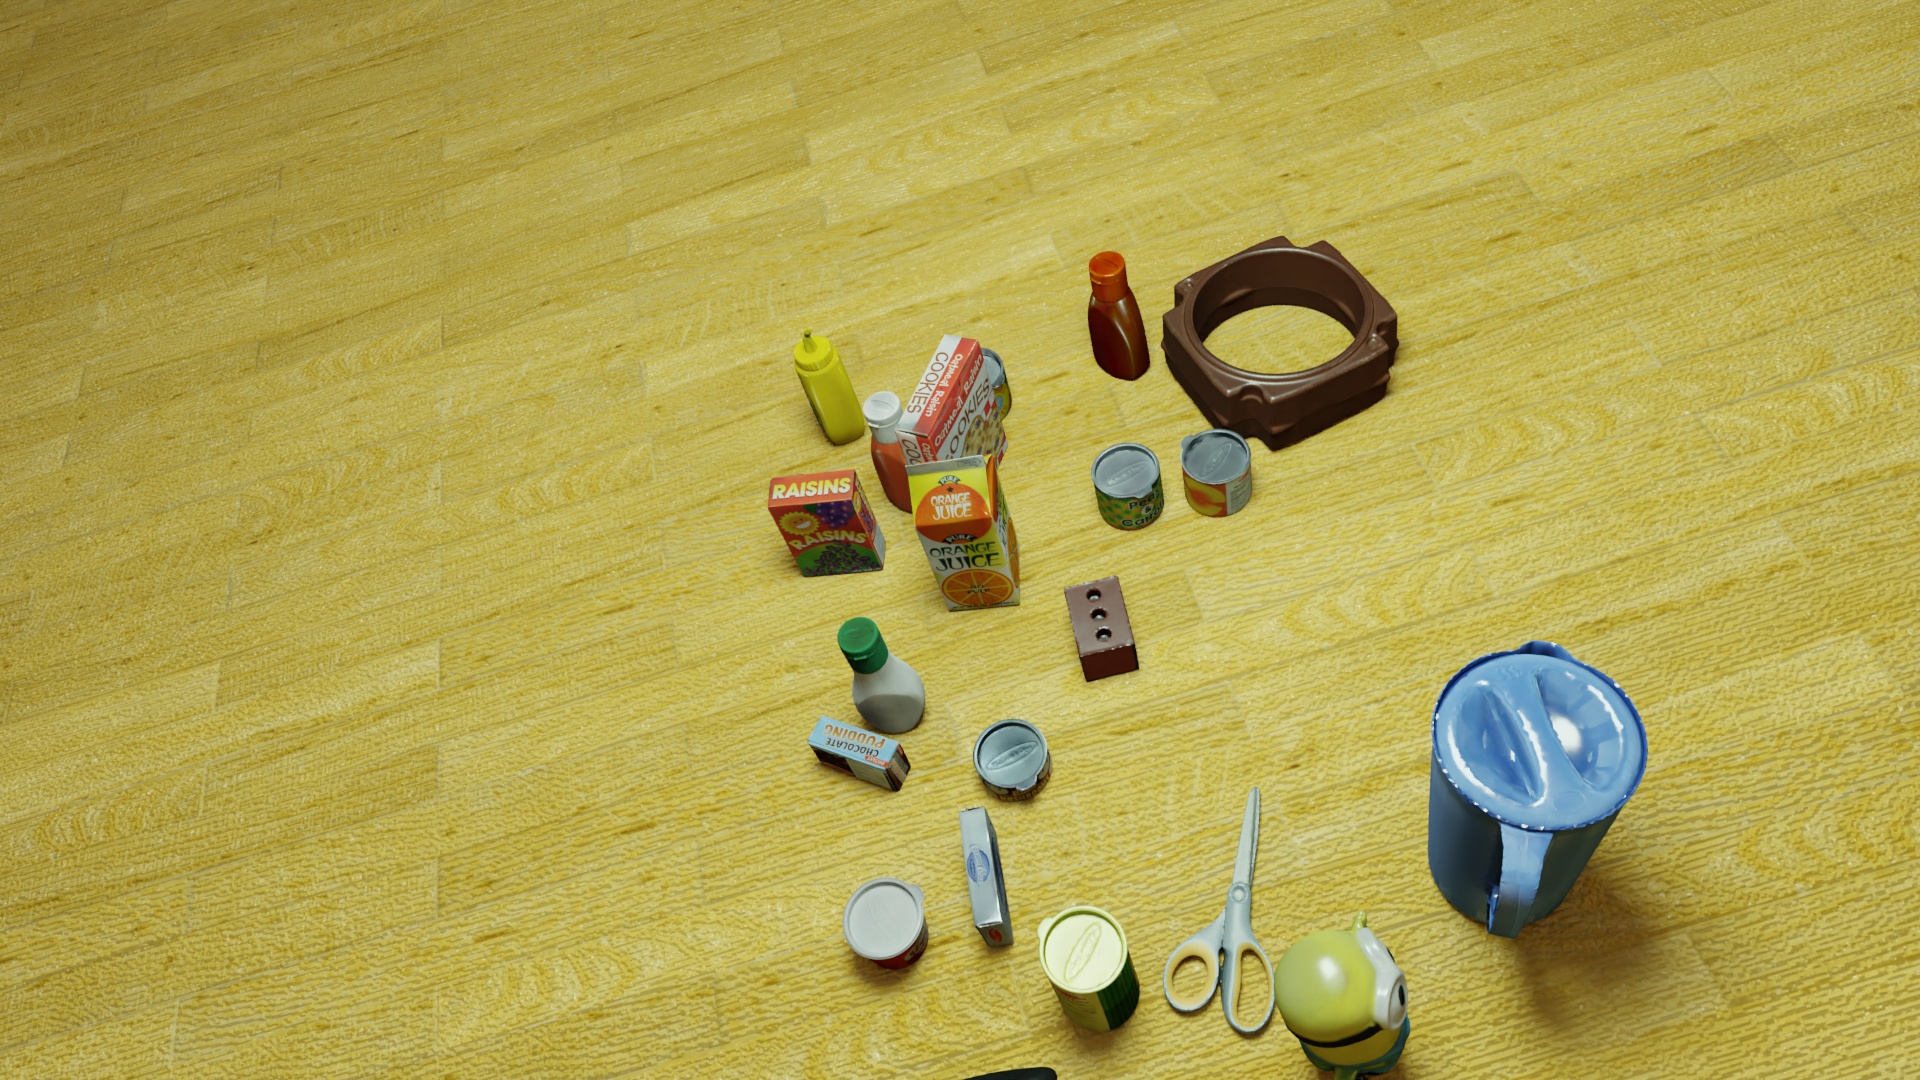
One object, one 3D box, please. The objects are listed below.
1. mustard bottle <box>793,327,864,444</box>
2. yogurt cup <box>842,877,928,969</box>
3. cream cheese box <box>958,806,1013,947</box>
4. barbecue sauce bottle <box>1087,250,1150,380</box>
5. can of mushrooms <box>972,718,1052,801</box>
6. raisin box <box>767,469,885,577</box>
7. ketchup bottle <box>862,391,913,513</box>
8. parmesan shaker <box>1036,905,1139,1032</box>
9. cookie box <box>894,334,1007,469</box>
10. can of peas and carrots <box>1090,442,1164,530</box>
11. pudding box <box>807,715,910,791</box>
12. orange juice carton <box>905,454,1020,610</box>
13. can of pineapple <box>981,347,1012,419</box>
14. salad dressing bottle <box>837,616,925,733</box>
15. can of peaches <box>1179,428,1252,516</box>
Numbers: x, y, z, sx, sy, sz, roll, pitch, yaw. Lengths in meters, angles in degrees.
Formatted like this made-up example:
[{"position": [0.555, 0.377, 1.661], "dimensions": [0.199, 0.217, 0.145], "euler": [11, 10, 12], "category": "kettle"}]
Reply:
[{"position": [-0.141, -0.167, 1.444], "dimensions": [0.049, 0.159, 0.065], "euler": [-24, 54, -3], "category": "mustard bottle"}, {"position": [-0.058, 0.319, 1.147], "dimensions": [0.072, 0.053, 0.073], "euler": [-7, 54, 9], "category": "yogurt cup"}, {"position": [0.021, 0.280, 1.155], "dimensions": [0.024, 0.053, 0.104], "euler": [-13, 54, 5], "category": "cream cheese box"}, {"position": [0.158, -0.231, 1.422], "dimensions": [0.065, 0.148, 0.044], "euler": [35, 70, 31], "category": "barbecue sauce bottle"}, {"position": [0.047, 0.195, 1.221], "dimensions": [0.071, 0.033, 0.071], "euler": [-7, 54, 9], "category": "can of mushrooms"}, {"position": [-0.129, -0.016, 1.357], "dimensions": [0.086, 0.123, 0.040], "euler": [-5, 55, 11], "category": "raisin box"}, {"position": [-0.061, -0.086, 1.374], "dimensions": [0.065, 0.148, 0.044], "euler": [20, 63, 26], "category": "ketchup bottle"}, {"position": [0.099, 0.329, 1.070], "dimensions": [0.071, 0.102, 0.071], "euler": [-7, 55, 10], "category": "parmesan shaker"}, {"position": [-0.004, -0.100, 1.358], "dimensions": [0.040, 0.166, 0.123], "euler": [13, 60, 22], "category": "cookie box"}, {"position": [0.165, -0.051, 1.349], "dimensions": [0.071, 0.058, 0.071], "euler": [-7, 54, 9], "category": "can of peas and carrots"}, {"position": [-0.091, 0.191, 1.248], "dimensions": [0.084, 0.049, 0.030], "euler": [15, 61, 23], "category": "pudding box"}, {"position": [0.005, -0.016, 1.281], "dimensions": [0.072, 0.191, 0.073], "euler": [-6, 55, 10], "category": "orange juice carton"}, {"position": [0.019, -0.159, 1.462], "dimensions": [0.071, 0.057, 0.071], "euler": [-7, 54, 9], "category": "can of pineapple"}, {"position": [-0.072, 0.120, 1.232], "dimensions": [0.064, 0.147, 0.044], "euler": [-10, 54, 7], "category": "salad dressing bottle"}, {"position": [0.246, -0.066, 1.340], "dimensions": [0.071, 0.057, 0.071], "euler": [-7, 54, 9], "category": "can of peaches"}]
